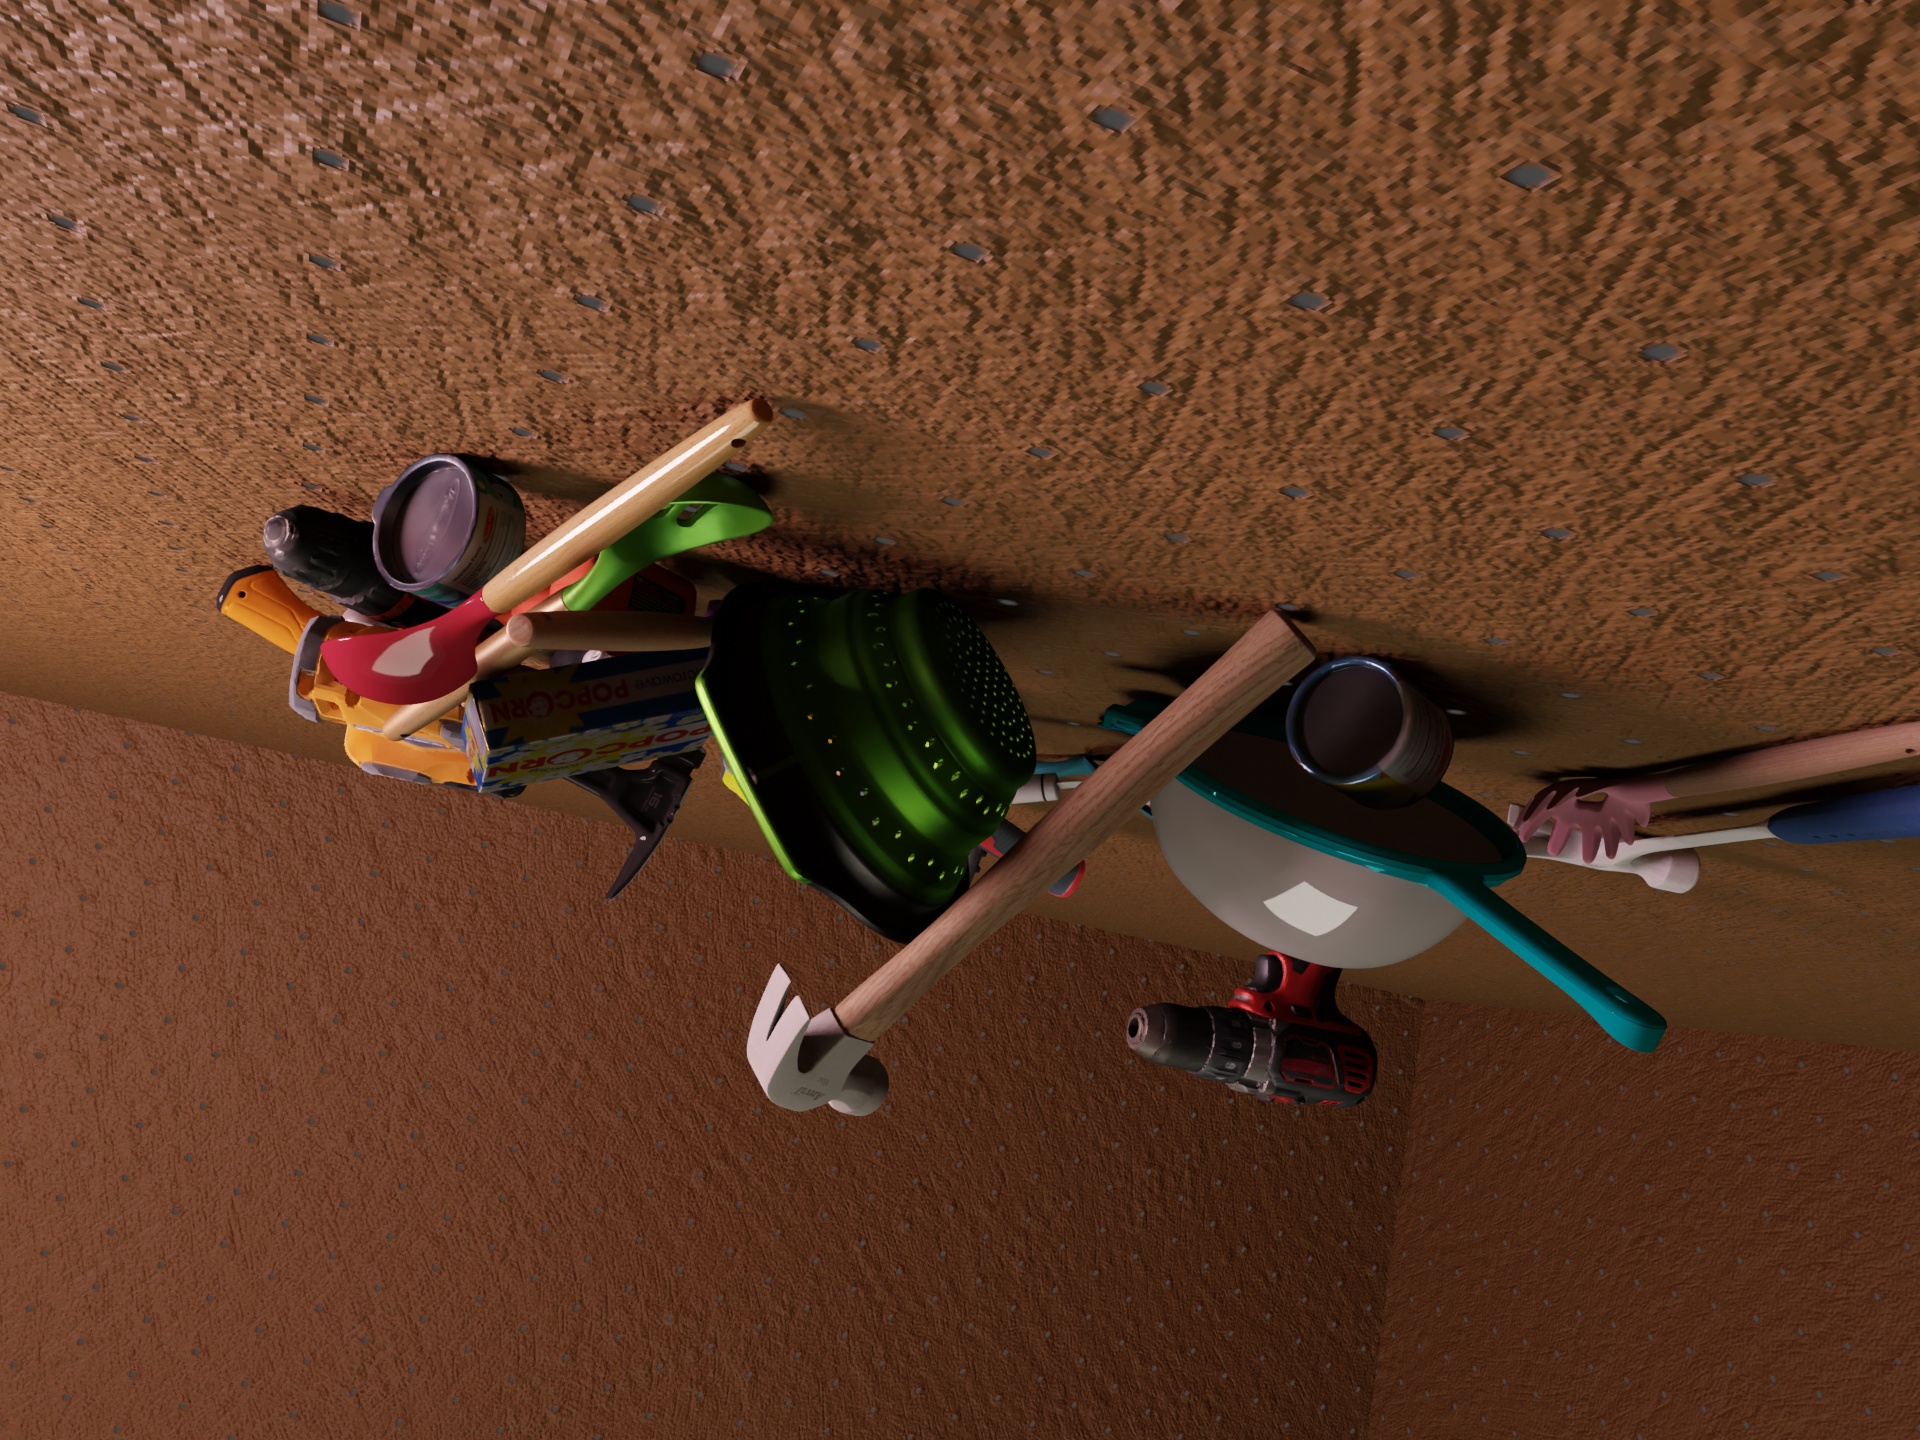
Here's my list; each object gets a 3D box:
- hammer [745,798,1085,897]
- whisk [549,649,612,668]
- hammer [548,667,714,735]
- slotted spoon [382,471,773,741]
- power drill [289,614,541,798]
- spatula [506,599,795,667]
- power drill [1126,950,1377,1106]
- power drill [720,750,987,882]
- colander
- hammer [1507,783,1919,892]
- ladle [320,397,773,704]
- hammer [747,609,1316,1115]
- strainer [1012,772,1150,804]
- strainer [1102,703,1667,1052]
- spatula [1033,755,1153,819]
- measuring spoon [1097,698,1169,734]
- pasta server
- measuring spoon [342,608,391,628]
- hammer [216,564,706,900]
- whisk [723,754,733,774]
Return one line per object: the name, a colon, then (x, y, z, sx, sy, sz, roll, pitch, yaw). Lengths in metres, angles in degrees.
hammer: (-0.010, 0.078, 1.227, 0.143, 0.038, 0.386, -22, 151, 18)
whisk: (-0.227, -0.038, 1.048, 0.070, 0.070, 0.285, 16, 174, -27)
hammer: (-0.162, 0.008, 1.242, 0.331, 0.033, 0.128, 11, -175, -16)
slotted spoon: (-0.199, -0.048, 0.757, 0.314, 0.031, 0.070, -26, 160, 40)
power drill: (-0.296, -0.003, 0.971, 0.185, 0.084, 0.226, 12, 170, -12)
spatula: (-0.131, -0.041, 0.758, 0.060, 0.018, 0.316, 46, -169, 8)
power drill: (0.218, 0.155, 1.134, 0.187, 0.227, 0.080, 14, 169, -19)
power drill: (-0.096, 0.068, 1.387, 0.223, 0.080, 0.171, 20, -175, -28)
colander: (-0.001, -0.003, 0.875, 0.094, 0.204, 0.397, -29, 174, 17)
hammer: (0.463, 0.062, 0.914, 0.144, 0.035, 0.405, 12, 170, -7)
ladle: (-0.182, -0.062, 0.676, 0.315, 0.031, 0.069, -24, 151, 39)
hammer: (0.031, 0.068, 0.742, 0.031, 0.331, 0.130, 52, -171, 31)
strainer: (0.069, 0.042, 1.082, 0.258, 0.050, 0.086, -6, 158, 13)
strainer: (0.213, 0.098, 0.813, 0.211, 0.095, 0.341, 9, -161, -27)
spatula: (0.041, 0.048, 1.260, 0.318, 0.044, 0.082, 2, 156, 47)
measuring spoon: (0.108, -0.003, 1.001, 0.042, 0.021, 0.128, 13, 179, -9)
pasta server: (0.395, 0.037, 0.844, 0.060, 0.040, 0.316, 23, 167, -6)
measuring spoon: (-0.435, -0.075, 1.177, 0.034, 0.018, 0.124, 12, 177, -16)
hammer: (-0.351, -0.003, 1.097, 0.336, 0.127, 0.034, 29, 170, -13)
whisk: (-0.147, -0.005, 1.076, 0.059, 0.058, 0.246, 47, 161, 7)
